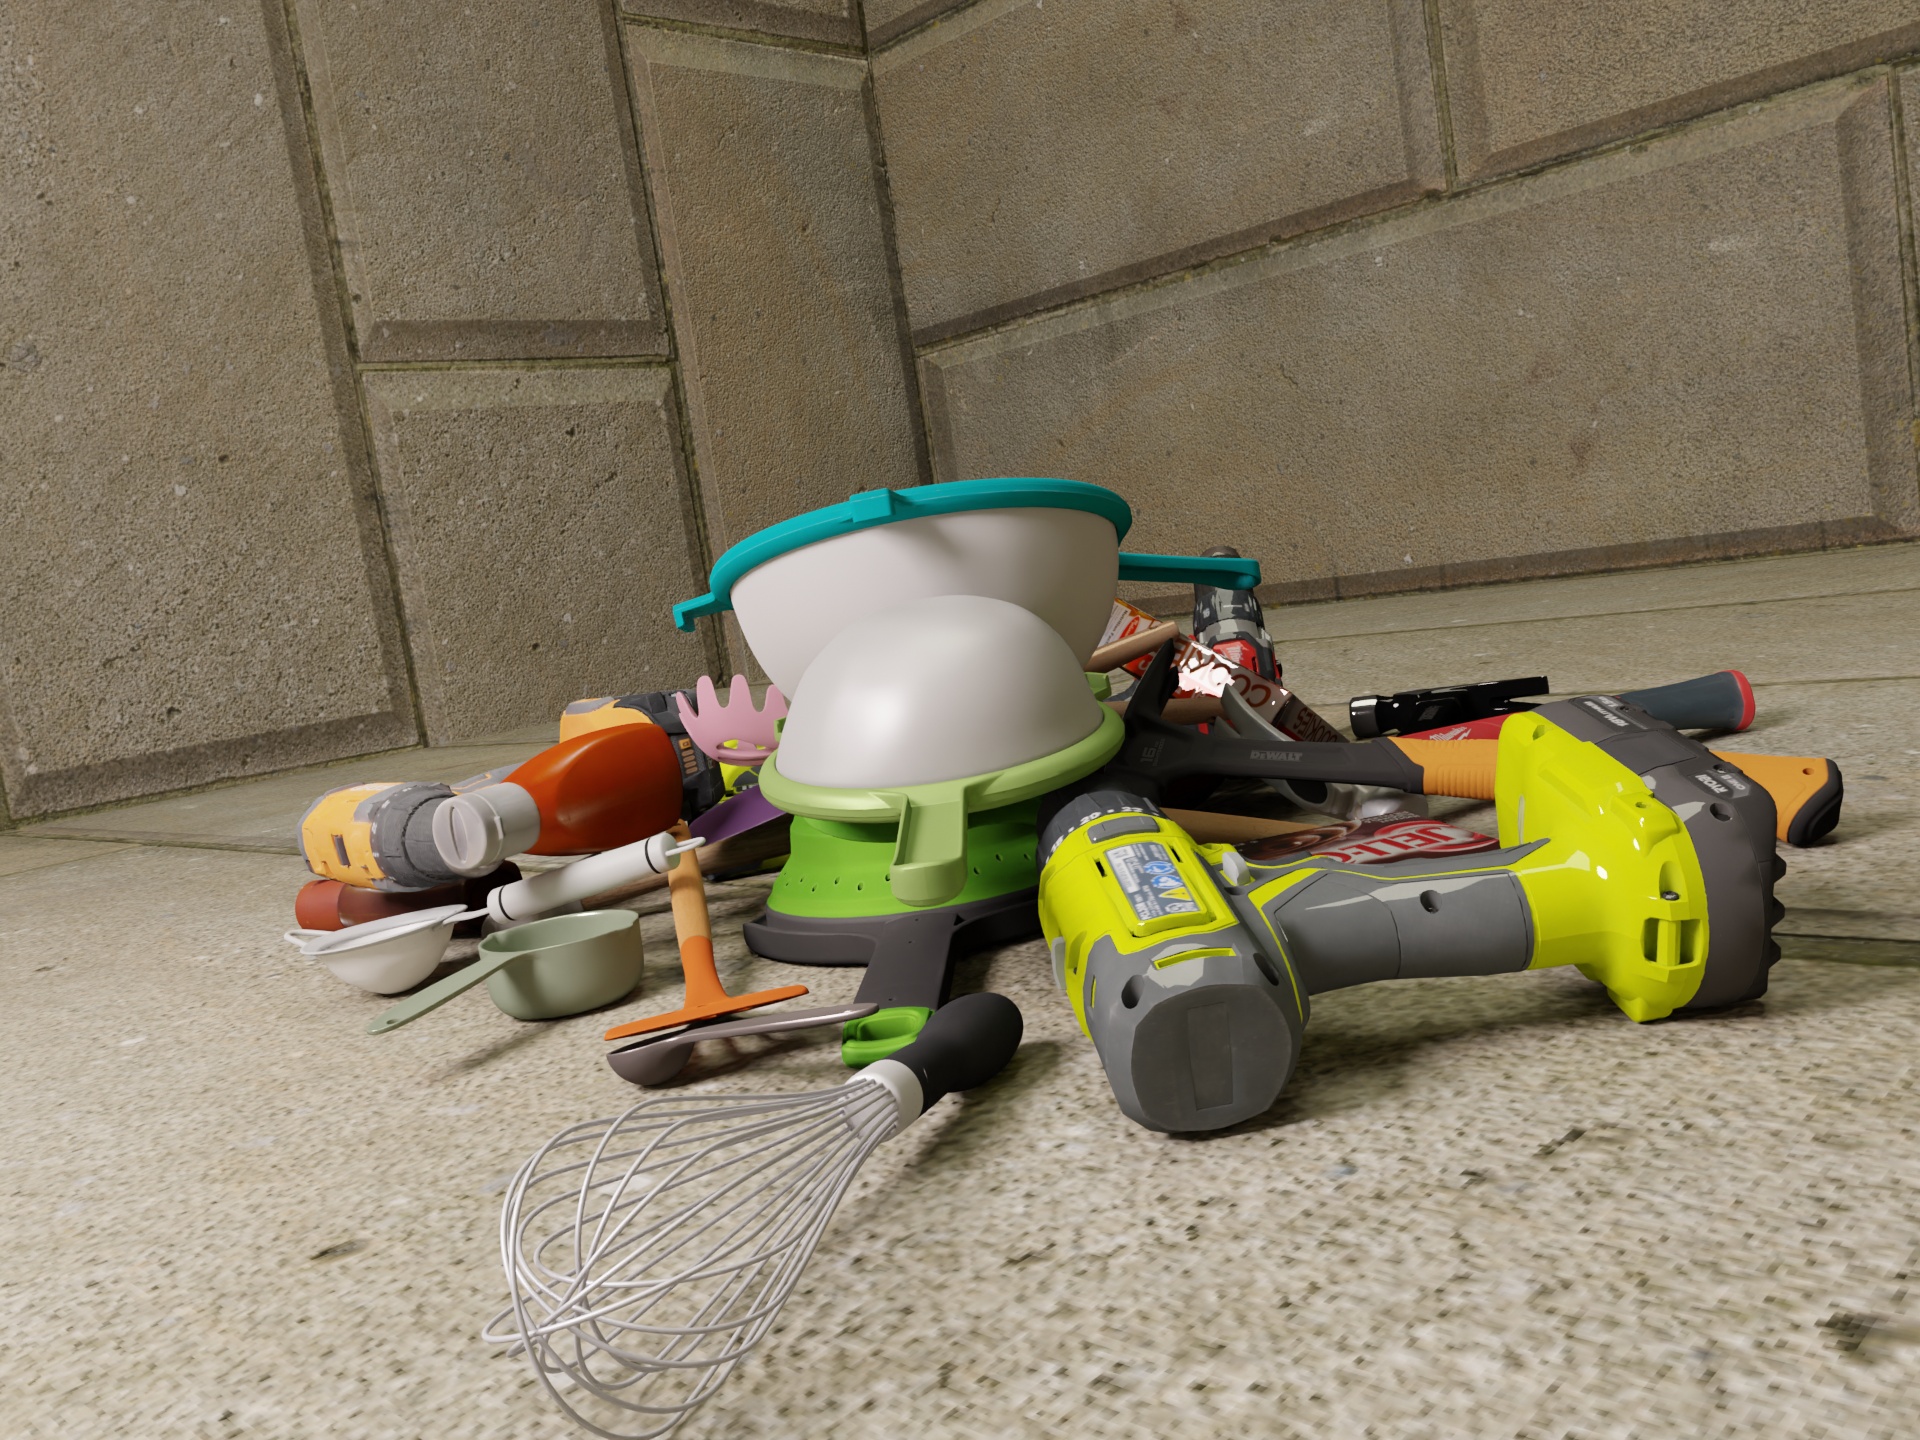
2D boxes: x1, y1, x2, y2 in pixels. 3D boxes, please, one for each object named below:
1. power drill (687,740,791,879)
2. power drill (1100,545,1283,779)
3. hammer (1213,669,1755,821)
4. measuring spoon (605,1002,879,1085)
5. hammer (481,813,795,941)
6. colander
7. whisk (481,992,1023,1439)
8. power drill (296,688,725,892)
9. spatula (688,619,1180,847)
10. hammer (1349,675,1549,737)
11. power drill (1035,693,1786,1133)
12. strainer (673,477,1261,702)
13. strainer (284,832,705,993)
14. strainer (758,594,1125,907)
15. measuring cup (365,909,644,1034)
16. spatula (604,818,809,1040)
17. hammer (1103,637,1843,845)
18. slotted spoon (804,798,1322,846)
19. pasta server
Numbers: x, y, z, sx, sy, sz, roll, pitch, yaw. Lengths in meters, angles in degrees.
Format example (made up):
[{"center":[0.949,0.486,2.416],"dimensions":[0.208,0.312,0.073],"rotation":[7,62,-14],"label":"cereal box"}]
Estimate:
[{"center":[-0.106,0.052,1.132],"dimensions":[0.171,0.080,0.223],"rotation":[-10,10,-8],"label":"power drill"},{"center":[0.119,-0.035,1.165],"dimensions":[0.226,0.188,0.080],"rotation":[-9,-34,11],"label":"power drill"},{"center":[0.333,0.001,0.947],"dimensions":[0.386,0.038,0.143],"rotation":[-9,31,-32],"label":"hammer"},{"center":[-0.080,0.121,0.592],"dimensions":[0.124,0.018,0.034],"rotation":[-15,-3,29],"label":"measuring spoon"},{"center":[-0.117,0.072,0.962],"dimensions":[0.331,0.031,0.130],"rotation":[-17,5,-6],"label":"hammer"},{"center":[-0.023,0.064,0.756],"dimensions":[0.204,0.094,0.397],"rotation":[-8,5,4],"label":"colander"},{"center":[-0.036,0.120,0.459],"dimensions":[0.070,0.070,0.284],"rotation":[-6,1,22],"label":"whisk"},{"center":[-0.249,0.044,0.936],"dimensions":[0.226,0.084,0.185],"rotation":[-19,11,-41],"label":"power drill"},{"center":[-0.013,0.005,0.944],"dimensions":[0.316,0.018,0.060],"rotation":[-23,22,-8],"label":"spatula"},{"center":[0.316,0.012,1.072],"dimensions":[0.146,0.035,0.335],"rotation":[-7,6,23],"label":"hammer"},{"center":[0.139,0.054,0.561],"dimensions":[0.228,0.080,0.191],"rotation":[-9,21,-4],"label":"power drill"},{"center":[0.039,-0.045,0.822],"dimensions":[0.340,0.095,0.211],"rotation":[-2,-11,-36],"label":"strainer"},{"center":[-0.242,0.100,0.824],"dimensions":[0.258,0.050,0.087],"rotation":[-19,3,19],"label":"strainer"},{"center":[-0.012,-0.002,0.594],"dimensions":[0.151,0.069,0.256],"rotation":[-8,13,2],"label":"strainer"},{"center":[-0.206,0.126,0.723],"dimensions":[0.083,0.038,0.167],"rotation":[-6,8,23],"label":"measuring cup"},{"center":[-0.129,0.093,0.765],"dimensions":[0.081,0.041,0.323],"rotation":[-12,16,-10],"label":"spatula"},{"center":[0.241,0.019,0.780],"dimensions":[0.337,0.034,0.127],"rotation":[4,44,22],"label":"hammer"},{"center":[0.086,0.047,0.719],"dimensions":[0.313,0.031,0.070],"rotation":[7,24,-13],"label":"slotted spoon"},{"center":[-0.001,-0.003,0.906],"dimensions":[0.316,0.040,0.060],"rotation":[-4,-31,-5],"label":"pasta server"}]
